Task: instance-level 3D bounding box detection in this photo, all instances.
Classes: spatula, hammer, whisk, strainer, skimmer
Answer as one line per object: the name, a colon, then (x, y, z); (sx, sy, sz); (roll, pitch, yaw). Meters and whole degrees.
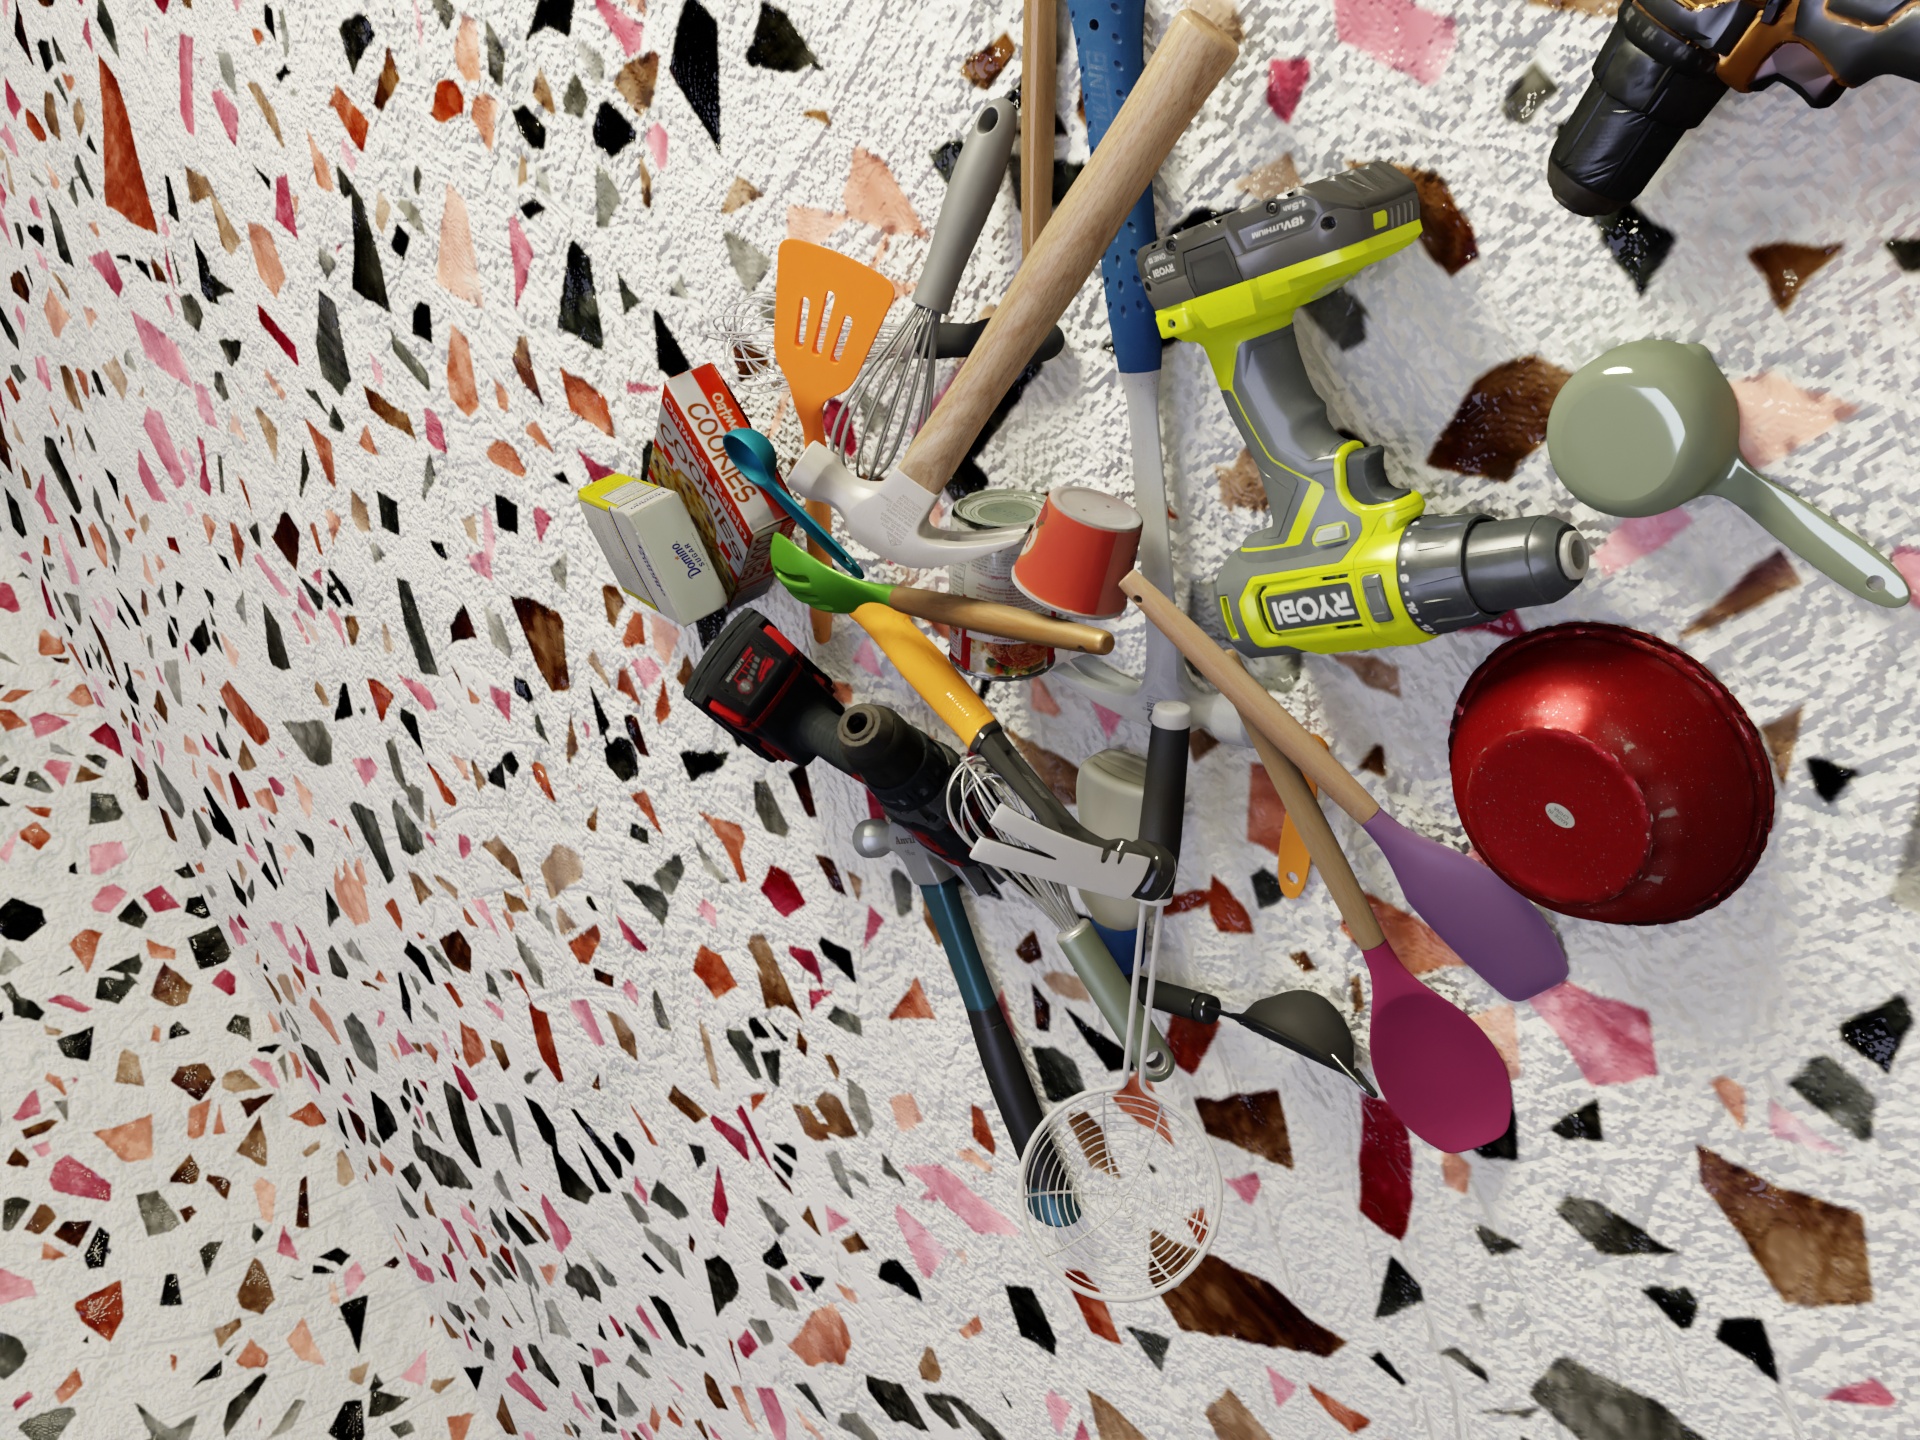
spatula: (-0.089, -0.163, 1.049); (0.081, 0.041, 0.322); (26, 146, 15)
hammer: (0.019, 0.223, 1.180); (0.128, 0.033, 0.331); (-10, 103, 50)
whisk: (-0.019, -0.241, 0.919); (0.055, 0.055, 0.239); (32, 108, 32)
spatula: (0.035, -0.378, 0.836); (0.082, 0.044, 0.317); (13, 122, 25)
hammer: (0.038, -0.214, 0.839); (0.130, 0.031, 0.331); (34, 121, -4)
strainer: (0.161, 0.181, 1.003); (0.086, 0.050, 0.258); (34, 163, -36)
skimmer: (0.105, 0.171, 0.942); (0.127, 0.090, 0.363); (8, 112, 12)
hammer: (0.095, -0.183, 0.882); (0.144, 0.035, 0.405); (12, 119, 42)
hammer: (-0.002, -0.003, 0.970); (0.034, 0.127, 0.337); (-61, 36, 16)
whisk: (-0.052, -0.239, 0.999); (0.285, 0.070, 0.070); (11, 118, 37)
spatula: (0.203, 0.032, 0.852); (0.316, 0.018, 0.059); (44, 135, 1)
whisk: (0.067, 0.126, 1.009); (0.246, 0.058, 0.059); (58, 175, -6)

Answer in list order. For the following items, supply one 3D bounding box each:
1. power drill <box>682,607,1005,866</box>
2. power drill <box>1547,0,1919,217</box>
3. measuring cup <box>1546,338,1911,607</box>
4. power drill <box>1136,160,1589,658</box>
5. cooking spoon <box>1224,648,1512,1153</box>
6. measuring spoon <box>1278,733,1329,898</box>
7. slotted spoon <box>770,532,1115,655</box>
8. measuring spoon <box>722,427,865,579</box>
power drill: (-0.084, 0.007, 1.079); (0.227, 0.080, 0.187); (30, 171, 33)
power drill: (0.335, -0.222, 0.578); (0.226, 0.084, 0.185); (50, 138, 22)
measuring cup: (0.326, -0.097, 0.681); (0.168, 0.038, 0.083); (44, 136, 24)
power drill: (0.190, -0.143, 0.774); (0.190, 0.080, 0.228); (-6, 109, 48)
cooking spoon: (0.219, 0.102, 0.888); (0.069, 0.017, 0.319); (-26, 96, 18)
measuring spoon: (0.199, 0.056, 0.922); (0.021, 0.011, 0.116); (27, 132, 34)
slotted spoon: (-0.023, -0.072, 0.965); (0.314, 0.031, 0.070); (17, 154, 47)
measuring spoon: (-0.103, -0.144, 1.037); (0.128, 0.021, 0.042); (46, 160, -7)
